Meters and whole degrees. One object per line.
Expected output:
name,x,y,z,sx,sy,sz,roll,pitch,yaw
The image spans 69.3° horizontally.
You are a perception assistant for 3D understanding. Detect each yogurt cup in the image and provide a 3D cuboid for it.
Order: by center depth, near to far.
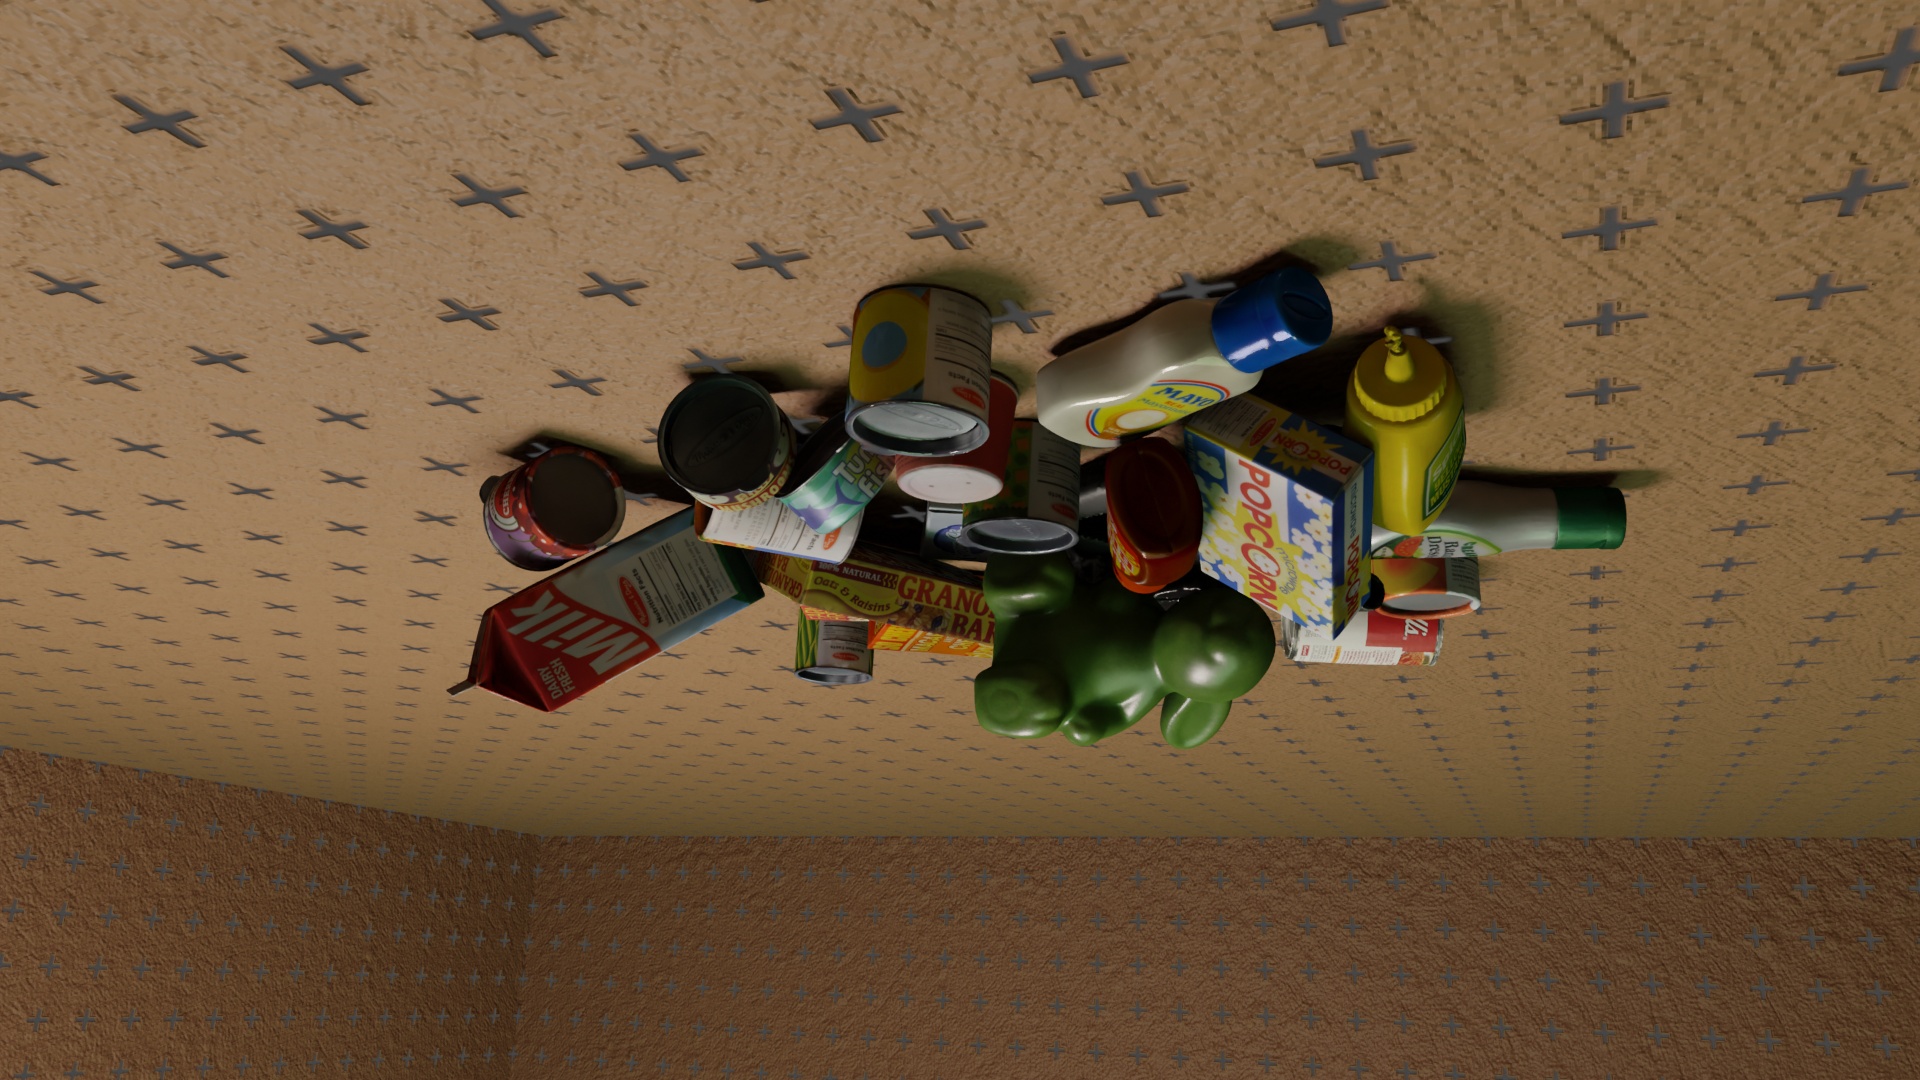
yogurt cup,-0.004,-0.053,0.719,0.072,0.054,0.072,2,161,1

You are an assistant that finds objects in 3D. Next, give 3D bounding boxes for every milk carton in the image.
milk carton,-0.227,0.049,0.864,0.191,0.073,0.072,-29,-173,-23

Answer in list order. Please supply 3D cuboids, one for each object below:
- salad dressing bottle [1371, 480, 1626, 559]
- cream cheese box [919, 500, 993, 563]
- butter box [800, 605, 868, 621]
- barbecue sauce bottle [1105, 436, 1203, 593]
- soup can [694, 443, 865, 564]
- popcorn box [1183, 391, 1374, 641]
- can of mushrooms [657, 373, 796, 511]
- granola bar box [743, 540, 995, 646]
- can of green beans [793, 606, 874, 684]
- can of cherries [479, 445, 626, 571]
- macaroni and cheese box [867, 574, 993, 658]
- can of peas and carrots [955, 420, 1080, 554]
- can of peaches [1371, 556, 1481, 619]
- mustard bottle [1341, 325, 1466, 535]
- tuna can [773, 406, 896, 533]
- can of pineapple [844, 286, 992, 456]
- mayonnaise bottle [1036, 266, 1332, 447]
salad dressing bottle,0.310,-0.012,0.819,0.148,0.044,0.064,-1,161,10
cream cheese box,0.003,-0.011,0.897,0.053,0.024,0.103,5,162,-4
butter box,-0.099,0.039,1.069,0.053,0.024,0.103,1,162,2
barbecue sauce bottle,0.100,-0.004,0.731,0.044,0.065,0.148,-17,165,2
soup can,-0.105,-0.026,0.802,0.084,0.071,0.071,11,160,-22
popcorn box,0.161,-0.013,0.698,0.085,0.038,0.126,30,157,31
can of mushrooms,-0.119,-0.049,0.722,0.071,0.071,0.033,-1,163,10
granola bar box,-0.056,0.026,0.928,0.165,0.039,0.124,14,-176,-33
can of green beans,-0.105,0.086,1.164,0.071,0.058,0.071,2,162,1
can of cherries,-0.247,-0.020,0.837,0.071,0.071,0.058,17,157,-38
macaroni and cheese box,0.019,0.061,1.099,0.167,0.040,0.123,6,162,-12
can of peas and carrots,0.032,-0.029,0.782,0.071,0.059,0.070,3,162,1
can of peaches,0.293,0.015,0.886,0.071,0.058,0.071,2,162,1
mustard bottle,0.210,-0.056,0.662,0.049,0.065,0.160,26,169,27
tuna can,-0.064,-0.038,0.740,0.033,0.071,0.071,42,146,-20
can of pineapple,-0.020,-0.076,0.640,0.071,0.058,0.070,3,162,1
mayonnaise bottle,0.101,-0.081,0.634,0.065,0.041,0.147,11,162,-33
